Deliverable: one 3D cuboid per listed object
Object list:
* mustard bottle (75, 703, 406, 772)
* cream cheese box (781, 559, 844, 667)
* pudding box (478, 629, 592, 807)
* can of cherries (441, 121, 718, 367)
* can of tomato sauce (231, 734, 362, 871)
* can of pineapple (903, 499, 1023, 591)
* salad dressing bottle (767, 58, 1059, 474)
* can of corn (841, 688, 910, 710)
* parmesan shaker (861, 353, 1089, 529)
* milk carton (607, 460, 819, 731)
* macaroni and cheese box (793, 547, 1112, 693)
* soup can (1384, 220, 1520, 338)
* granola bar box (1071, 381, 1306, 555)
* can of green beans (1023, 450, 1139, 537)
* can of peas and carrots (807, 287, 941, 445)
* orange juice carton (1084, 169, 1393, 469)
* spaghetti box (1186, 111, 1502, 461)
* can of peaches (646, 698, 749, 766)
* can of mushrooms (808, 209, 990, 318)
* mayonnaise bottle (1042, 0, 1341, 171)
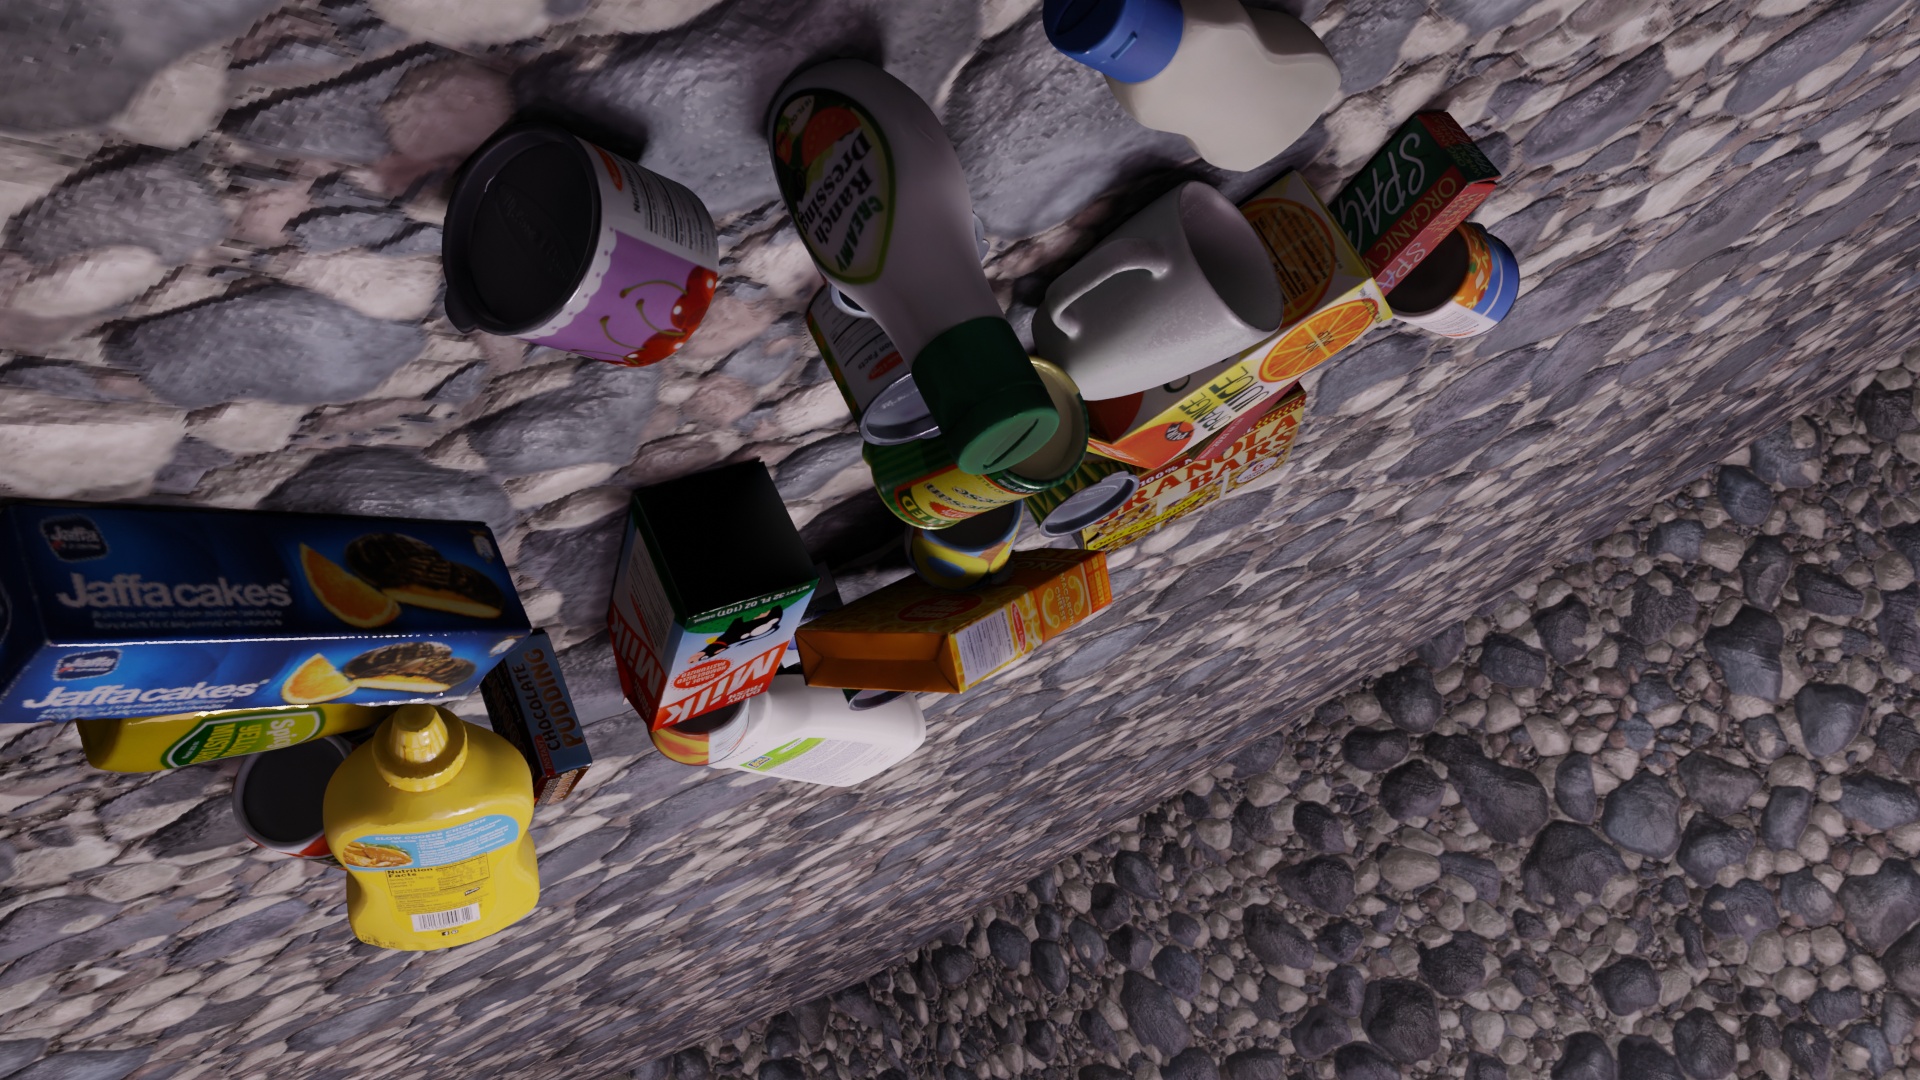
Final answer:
[{"bbox_3d":[-0.304,0.066,0.631,0.160,0.049,0.065,-5,152,-48],"label":"mustard bottle"},{"bbox_3d":[-0.101,0.049,0.894,0.053,0.024,0.103,-24,160,-7],"label":"cream cheese box"},{"bbox_3d":[-0.232,0.097,0.755,0.030,0.084,0.049,-9,154,-38],"label":"pudding box"},{"bbox_3d":[-0.122,-0.091,0.447,0.071,0.071,0.058,-35,160,21],"label":"can of cherries"},{"bbox_3d":[-0.337,0.141,0.746,0.071,0.071,0.083,-25,160,-6],"label":"can of tomato sauce"},{"bbox_3d":[0.003,-0.010,0.815,0.071,0.071,0.057,-22,160,-15],"label":"can of pineapple"},{"bbox_3d":[-0.016,-0.092,0.461,0.044,0.148,0.064,-6,151,-45],"label":"salad dressing bottle"},{"bbox_3d":[-0.058,0.077,0.971,0.071,0.058,0.071,-24,160,-9],"label":"can of corn"},{"bbox_3d":[0.006,-0.047,0.682,0.071,0.071,0.103,-15,178,-32],"label":"parmesan shaker"},{"bbox_3d":[-0.141,0.042,0.750,0.072,0.073,0.189,-17,158,-28],"label":"milk carton"},{"bbox_3d":[-0.001,0.046,0.864,0.123,0.040,0.167,-2,-165,38],"label":"macaroni and cheese box"},{"bbox_3d":[0.284,-0.159,0.818,0.071,0.071,0.084,-39,157,30],"label":"soup can"},{"bbox_3d":[0.149,-0.052,0.946,0.166,0.039,0.124,-27,160,-2],"label":"granola bar box"},{"bbox_3d":[0.064,-0.043,0.828,0.071,0.058,0.071,-24,160,-9],"label":"can of green beans"},{"bbox_3d":[-0.025,-0.083,0.607,0.071,0.059,0.070,-24,161,-9],"label":"can of peas and carrots"},{"bbox_3d":[0.121,-0.101,0.733,0.192,0.073,0.072,-33,160,18],"label":"orange juice carton"},{"bbox_3d":[0.197,-0.134,0.785,0.029,0.050,0.248,-14,156,-37],"label":"spaghetti box"},{"bbox_3d":[-0.169,0.102,0.882,0.071,0.071,0.057,-20,159,-19],"label":"can of peaches"},{"bbox_3d":[-0.025,-0.121,0.549,0.071,0.033,0.070,-24,160,-10],"label":"can of mushrooms"},{"bbox_3d":[0.088,-0.184,0.530,0.064,0.041,0.148,-42,155,31],"label":"mayonnaise bottle"}]
